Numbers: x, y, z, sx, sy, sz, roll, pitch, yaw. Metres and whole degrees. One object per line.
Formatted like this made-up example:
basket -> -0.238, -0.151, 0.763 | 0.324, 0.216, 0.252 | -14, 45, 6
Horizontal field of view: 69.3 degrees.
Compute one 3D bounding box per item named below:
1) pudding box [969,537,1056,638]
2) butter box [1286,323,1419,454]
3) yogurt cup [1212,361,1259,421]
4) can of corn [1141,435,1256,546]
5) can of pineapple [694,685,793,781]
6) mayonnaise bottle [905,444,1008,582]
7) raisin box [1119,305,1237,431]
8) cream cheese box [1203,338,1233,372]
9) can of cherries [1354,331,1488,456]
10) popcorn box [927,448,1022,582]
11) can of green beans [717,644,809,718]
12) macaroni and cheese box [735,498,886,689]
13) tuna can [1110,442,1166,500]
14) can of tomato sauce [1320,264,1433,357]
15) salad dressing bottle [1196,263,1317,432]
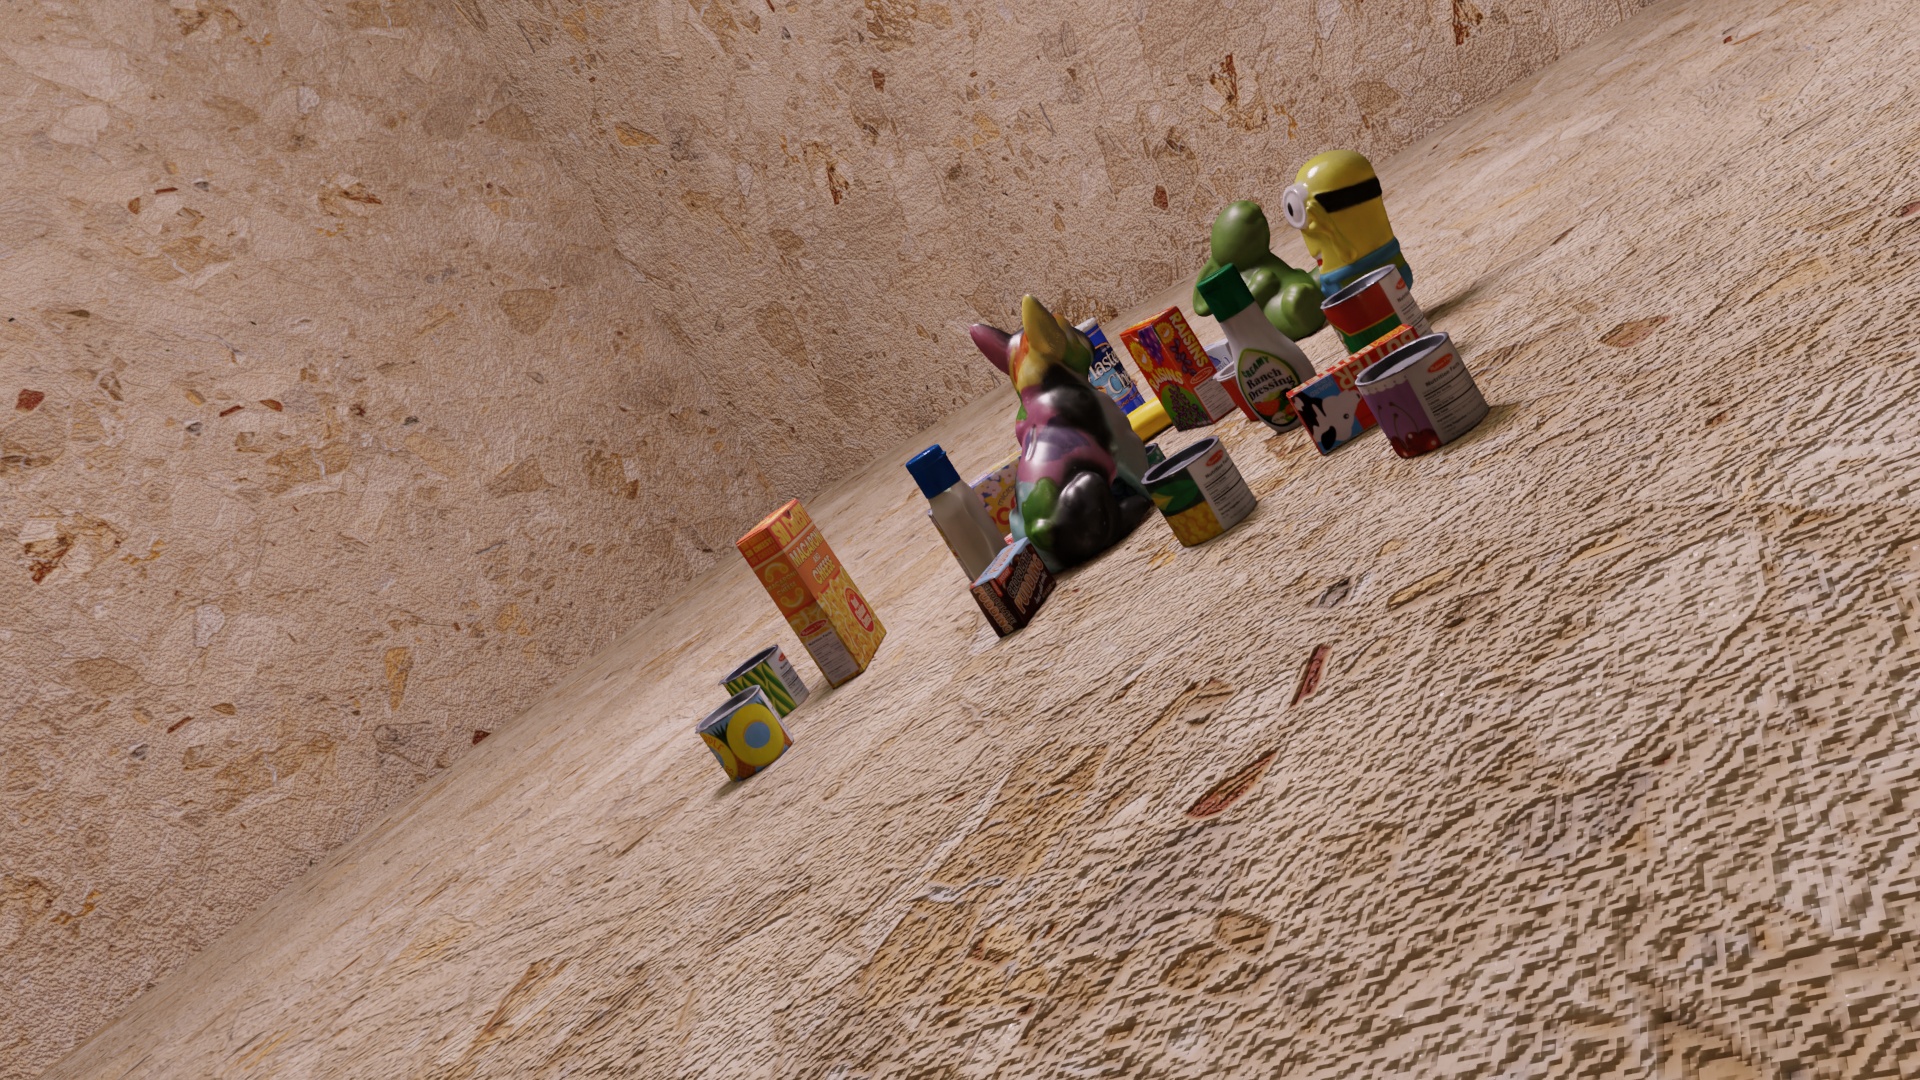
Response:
pudding box -> 0.043, 0.037, 1.137 | 0.030, 0.049, 0.084 | -28, 9, 30
butter box -> 0.302, -0.113, 1.037 | 0.103, 0.053, 0.024 | -31, 8, 9
yogurt cup -> 0.284, -0.149, 1.309 | 0.072, 0.054, 0.072 | -32, 8, 5
can of corn -> 0.177, -0.036, 1.037 | 0.071, 0.058, 0.071 | -32, 8, 5
can of pineapple -> -0.188, 0.169, 1.206 | 0.071, 0.058, 0.071 | -32, 8, 5
mayonnaise bottle -> 0.004, -0.016, 1.246 | 0.041, 0.148, 0.065 | -30, 8, 17
raisin box -> 0.226, -0.177, 1.449 | 0.040, 0.123, 0.086 | -35, 8, -13
cream cheese box -> 0.286, -0.192, 1.552 | 0.024, 0.053, 0.103 | -36, 9, -23
can of cherries -> 0.302, -0.095, 0.914 | 0.071, 0.058, 0.071 | -32, 8, 5
popcorn box -> 0.042, -0.027, 1.393 | 0.127, 0.085, 0.038 | -35, 8, -13
can of green beans -> -0.190, 0.144, 1.359 | 0.071, 0.057, 0.071 | -32, 8, 5
macaroni and cheese box -> -0.142, 0.048, 1.355 | 0.040, 0.166, 0.124 | -31, 8, 13
tuna can -> 0.167, -0.061, 1.310 | 0.071, 0.033, 0.071 | -32, 8, 5
can of tomato sauce -> 0.339, -0.169, 1.121 | 0.071, 0.083, 0.071 | -32, 8, 5
salad dressing bottle -> 0.254, -0.165, 1.186 | 0.064, 0.147, 0.044 | -25, 11, 43
